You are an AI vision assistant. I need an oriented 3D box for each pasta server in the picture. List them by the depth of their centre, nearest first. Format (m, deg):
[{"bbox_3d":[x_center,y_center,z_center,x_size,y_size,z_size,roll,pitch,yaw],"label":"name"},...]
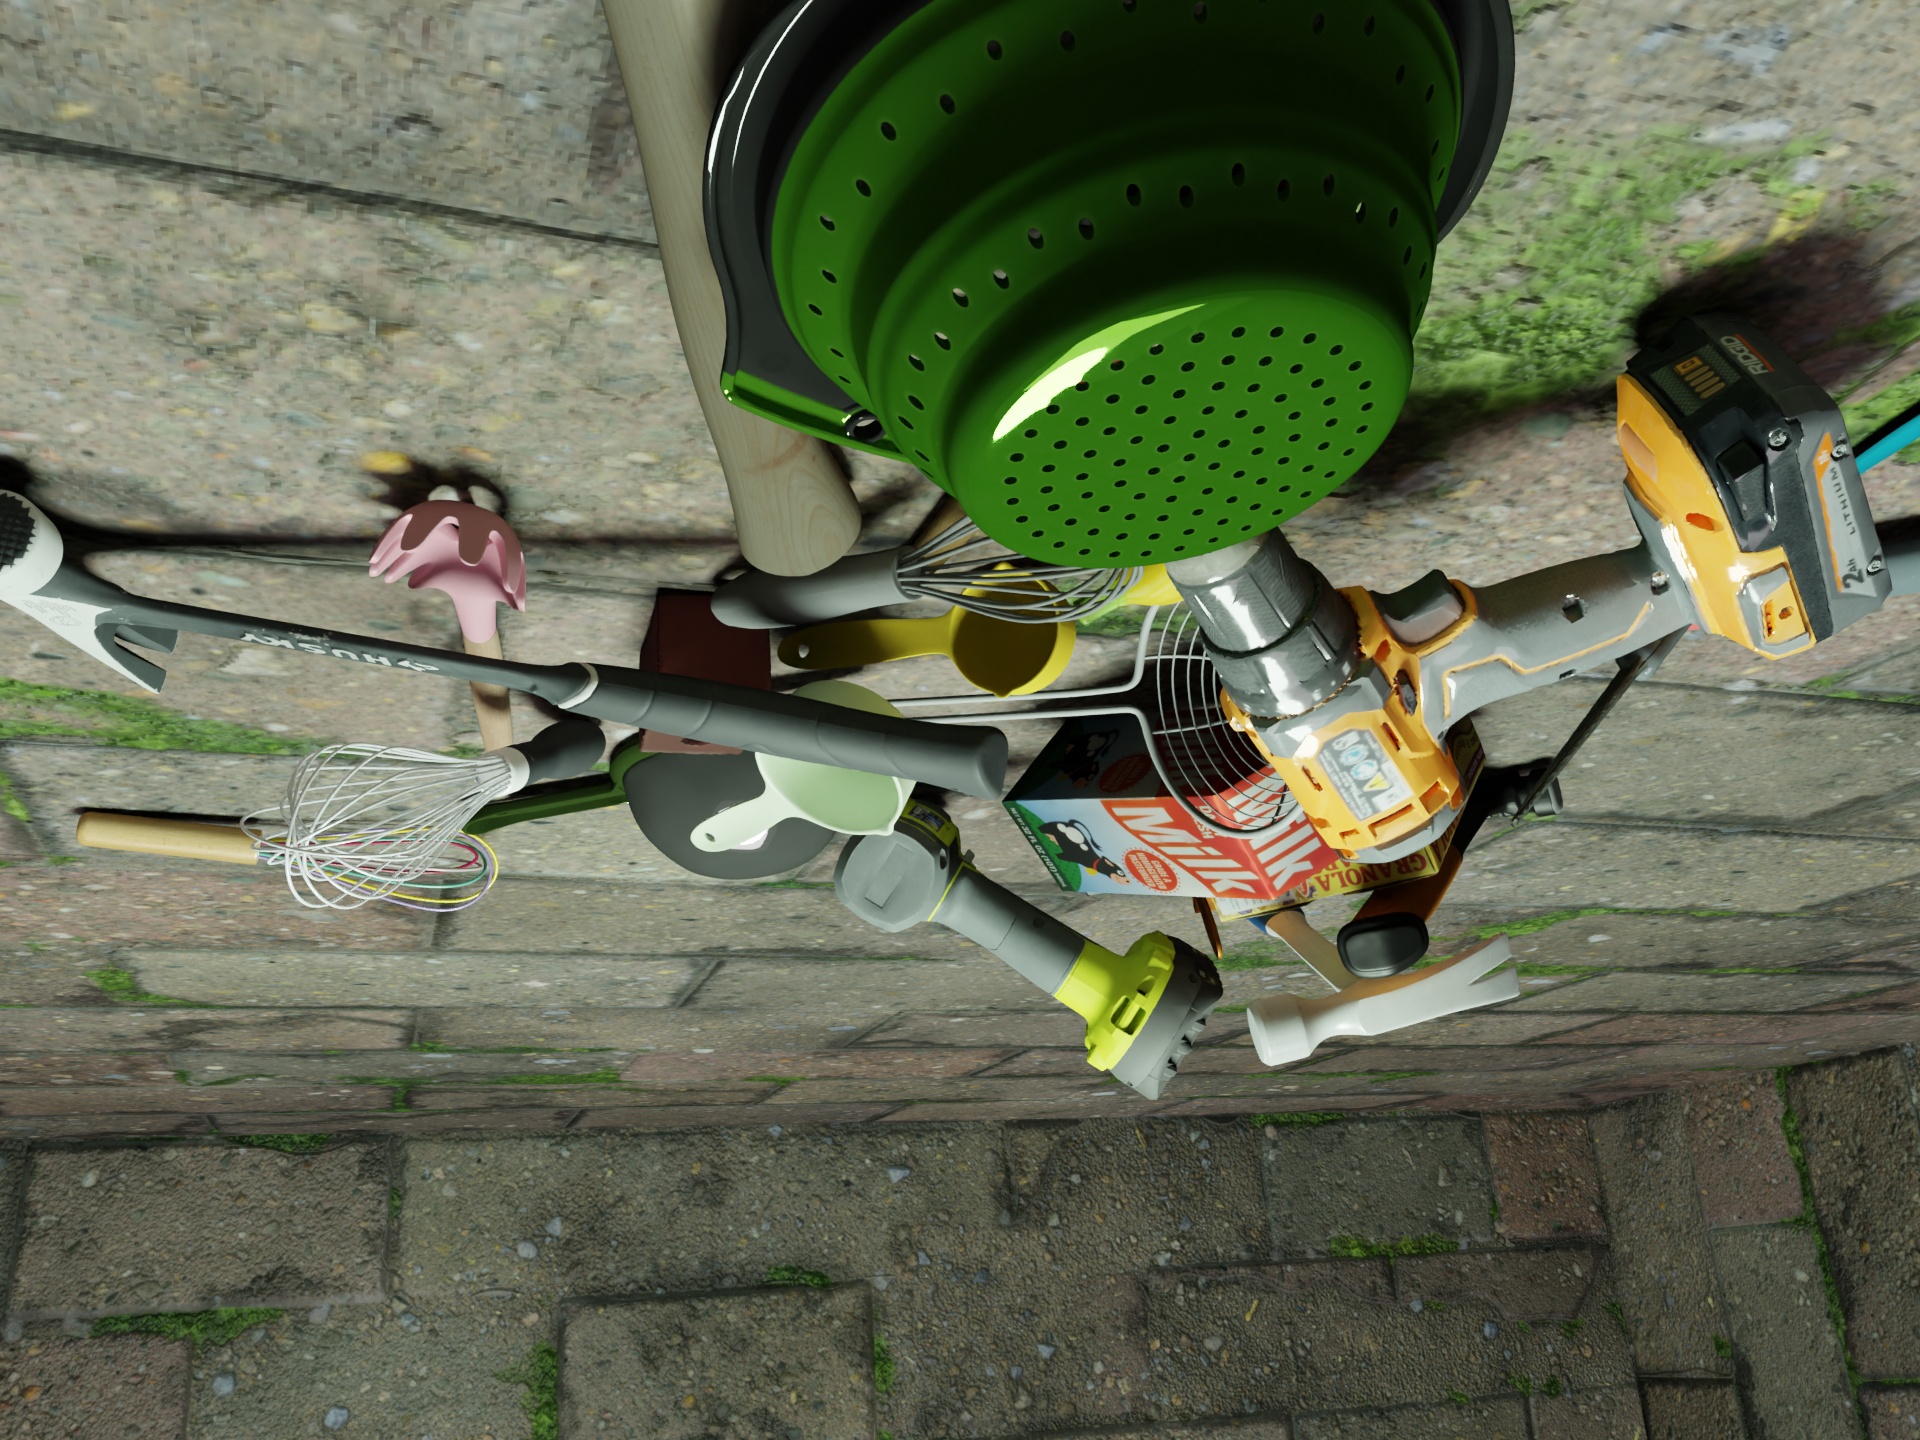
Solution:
[{"bbox_3d":[-0.225,-0.026,0.743,0.060,0.040,0.316,12,158,-9],"label":"pasta server"}]

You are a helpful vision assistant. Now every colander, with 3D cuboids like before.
[{"bbox_3d":[0.093,-0.140,0.336,0.204,0.095,0.397,10,147,-37],"label":"colander"}]

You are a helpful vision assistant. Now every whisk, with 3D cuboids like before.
[{"bbox_3d":[-0.023,-0.057,0.639,0.239,0.055,0.055,-4,164,43],"label":"whisk"},{"bbox_3d":[-0.228,0.030,0.739,0.070,0.070,0.284,-8,-174,12],"label":"whisk"},{"bbox_3d":[-0.415,0.078,0.996,0.245,0.051,0.047,9,135,-21],"label":"whisk"}]

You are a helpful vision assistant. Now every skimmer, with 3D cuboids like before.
[{"bbox_3d":[-0.001,-0.002,0.766,0.363,0.127,0.090,-3,-171,18],"label":"skimmer"}]

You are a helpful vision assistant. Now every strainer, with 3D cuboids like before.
[{"bbox_3d":[-0.180,0.064,0.942,0.256,0.069,0.151,-10,159,12],"label":"strainer"}]

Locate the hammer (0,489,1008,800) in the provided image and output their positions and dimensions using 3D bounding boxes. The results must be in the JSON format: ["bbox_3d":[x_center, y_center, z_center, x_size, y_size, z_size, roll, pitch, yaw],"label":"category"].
[{"bbox_3d":[-0.179,-0.015,0.661,0.409,0.036,0.149,11,163,-5],"label":"hammer"}]

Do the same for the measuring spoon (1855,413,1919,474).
[{"bbox_3d":[0.382,-0.101,0.657,0.042,0.021,0.128,-14,162,-21],"label":"measuring spoon"}]

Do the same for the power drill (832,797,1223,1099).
[{"bbox_3d":[0.037,0.121,0.959,0.228,0.080,0.190,31,-175,3],"label":"power drill"}]

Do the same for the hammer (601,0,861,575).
[{"bbox_3d":[-0.080,-0.142,0.460,0.146,0.038,0.410,-1,160,-2],"label":"hammer"}]

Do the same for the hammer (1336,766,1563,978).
[{"bbox_3d":[0.267,0.085,0.927,0.127,0.034,0.337,-14,-176,28],"label":"hammer"}]

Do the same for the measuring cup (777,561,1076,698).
[{"bbox_3d":[-0.017,-0.037,0.747,0.156,0.062,0.029,-3,173,31],"label":"measuring cup"}]

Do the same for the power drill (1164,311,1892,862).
[{"bbox_3d":[0.197,-0.055,0.581,0.226,0.084,0.185,-30,129,16],"label":"power drill"}]

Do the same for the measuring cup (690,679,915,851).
[{"bbox_3d":[-0.083,0.029,0.786,0.083,0.038,0.167,44,140,-17],"label":"measuring cup"}]

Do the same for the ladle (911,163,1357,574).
[{"bbox_3d":[0.035,-0.109,0.581,0.069,0.031,0.315,0,162,-25],"label":"ladle"}]

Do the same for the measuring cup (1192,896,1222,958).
[{"bbox_3d":[0.167,0.093,0.971,0.052,0.095,0.174,-9,-157,4],"label":"measuring cup"}]

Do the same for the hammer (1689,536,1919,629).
[{"bbox_3d":[0.340,-0.049,0.777,0.386,0.038,0.143,-9,160,15],"label":"hammer"}]

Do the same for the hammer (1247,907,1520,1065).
[{"bbox_3d":[0.213,0.130,0.999,0.144,0.035,0.405,-14,-175,-1],"label":"hammer"}]
